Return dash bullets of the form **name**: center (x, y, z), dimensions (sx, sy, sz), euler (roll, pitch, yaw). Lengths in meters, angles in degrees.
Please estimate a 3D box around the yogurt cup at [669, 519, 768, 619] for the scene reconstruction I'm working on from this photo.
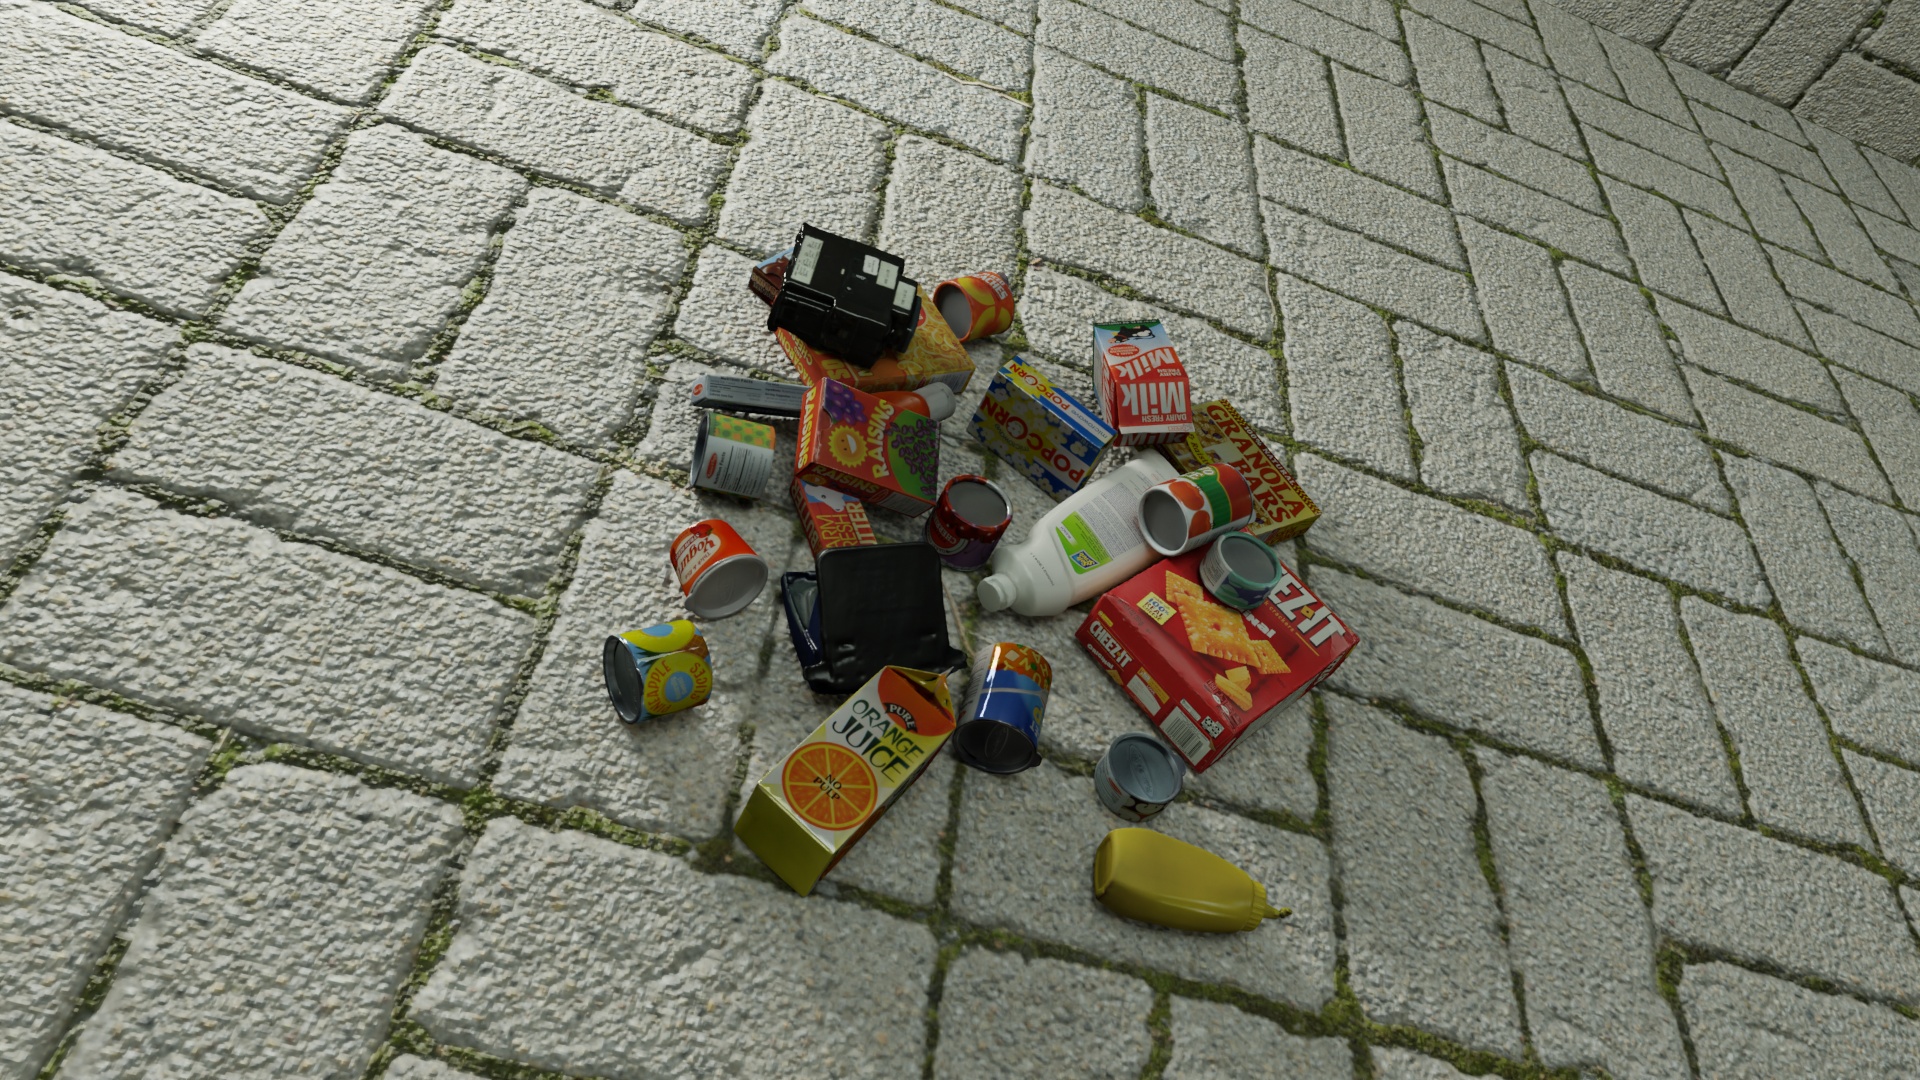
- **yogurt cup**: center (-0.193, 0.020, 1.091), dimensions (0.072, 0.072, 0.054), euler (-13, 50, -35)

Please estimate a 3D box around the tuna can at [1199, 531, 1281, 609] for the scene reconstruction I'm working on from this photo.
- **tuna can**: center (0.250, 0.026, 1.228), dimensions (0.071, 0.032, 0.071), euler (15, 44, -14)

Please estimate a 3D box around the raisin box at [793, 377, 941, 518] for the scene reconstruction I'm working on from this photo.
- **raisin box**: center (-0.079, -0.079, 1.203), dimensions (0.123, 0.040, 0.086), euler (19, 61, -29)

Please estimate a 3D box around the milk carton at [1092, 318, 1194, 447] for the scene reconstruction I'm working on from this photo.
- **milk carton**: center (0.178, -0.149, 1.369), dimensions (0.072, 0.073, 0.191), euler (-3, 31, -2)

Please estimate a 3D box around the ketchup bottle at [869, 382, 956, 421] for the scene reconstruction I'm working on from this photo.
- **ketchup bottle**: center (-0.066, -0.110, 1.282), dimensions (0.149, 0.043, 0.065), euler (-27, 81, -41)

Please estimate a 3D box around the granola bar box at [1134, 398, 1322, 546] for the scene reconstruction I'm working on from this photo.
- **granola bar box**: center (0.270, -0.064, 1.415), dimensions (0.124, 0.038, 0.166), euler (-16, 60, -35)

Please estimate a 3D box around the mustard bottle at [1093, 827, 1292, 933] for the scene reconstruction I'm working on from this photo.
- **mustard bottle**: center (0.182, 0.270, 1.066), dimensions (0.160, 0.048, 0.066), euler (19, 46, -11)

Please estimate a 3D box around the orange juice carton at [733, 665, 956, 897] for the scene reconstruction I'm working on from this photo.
- **orange juice carton**: center (-0.071, 0.162, 1.019), dimensions (0.073, 0.071, 0.194), euler (40, 46, 10)

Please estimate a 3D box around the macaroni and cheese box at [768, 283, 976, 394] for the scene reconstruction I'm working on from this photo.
- **macaroni and cheese box**: center (-0.086, -0.189, 1.347), dimensions (0.167, 0.040, 0.124), euler (-12, 57, -34)

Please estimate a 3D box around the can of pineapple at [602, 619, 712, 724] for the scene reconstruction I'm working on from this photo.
- **can of pineapple**: center (-0.219, 0.095, 1.007), dimensions (0.058, 0.070, 0.071), euler (-12, 58, -35)

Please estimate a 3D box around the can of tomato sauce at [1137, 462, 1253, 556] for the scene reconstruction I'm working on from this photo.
- **can of tomato sauce**: center (0.209, -0.030, 1.249), dimensions (0.083, 0.070, 0.071), euler (-20, 62, -35)

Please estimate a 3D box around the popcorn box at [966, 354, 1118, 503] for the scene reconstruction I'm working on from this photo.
- **popcorn box**: center (0.076, -0.104, 1.320), dimensions (0.127, 0.084, 0.038), euler (39, 46, 9)

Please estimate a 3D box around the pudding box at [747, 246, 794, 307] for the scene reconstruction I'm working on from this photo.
- **pudding box**: center (-0.165, -0.262, 1.379), dimensions (0.050, 0.030, 0.084), euler (41, 46, 10)

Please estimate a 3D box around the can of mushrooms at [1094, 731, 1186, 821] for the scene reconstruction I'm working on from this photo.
- **can of mushrooms**: center (0.146, 0.192, 1.128), dimensions (0.071, 0.033, 0.071), euler (14, 46, -15)

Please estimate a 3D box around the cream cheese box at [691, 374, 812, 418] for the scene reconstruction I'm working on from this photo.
- **cream cheese box**: center (-0.182, -0.127, 1.233), dimensions (0.104, 0.053, 0.024), euler (5, 88, -23)

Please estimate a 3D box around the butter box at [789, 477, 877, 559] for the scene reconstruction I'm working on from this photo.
- **butter box**: center (-0.107, -0.013, 1.191), dimensions (0.053, 0.024, 0.104), euler (-3, 53, -30)

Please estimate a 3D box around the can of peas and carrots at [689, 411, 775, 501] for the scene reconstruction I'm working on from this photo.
- **can of peas and carrots**: center (-0.192, -0.072, 1.171), dimensions (0.059, 0.070, 0.071), euler (12, 47, -18)

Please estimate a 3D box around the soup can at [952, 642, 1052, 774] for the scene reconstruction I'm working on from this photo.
- **soup can**: center (0.037, 0.134, 1.102), dimensions (0.071, 0.071, 0.084), euler (24, 44, -6)

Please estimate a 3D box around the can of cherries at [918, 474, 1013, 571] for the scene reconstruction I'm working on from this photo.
- **can of cherries**: center (0.004, -0.015, 1.224), dimensions (0.071, 0.058, 0.072), euler (14, 46, -15)

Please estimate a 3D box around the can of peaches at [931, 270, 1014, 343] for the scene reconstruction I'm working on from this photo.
- **can of peaches**: center (0.013, -0.240, 1.420), dimensions (0.058, 0.071, 0.071), euler (-21, 63, -37)
